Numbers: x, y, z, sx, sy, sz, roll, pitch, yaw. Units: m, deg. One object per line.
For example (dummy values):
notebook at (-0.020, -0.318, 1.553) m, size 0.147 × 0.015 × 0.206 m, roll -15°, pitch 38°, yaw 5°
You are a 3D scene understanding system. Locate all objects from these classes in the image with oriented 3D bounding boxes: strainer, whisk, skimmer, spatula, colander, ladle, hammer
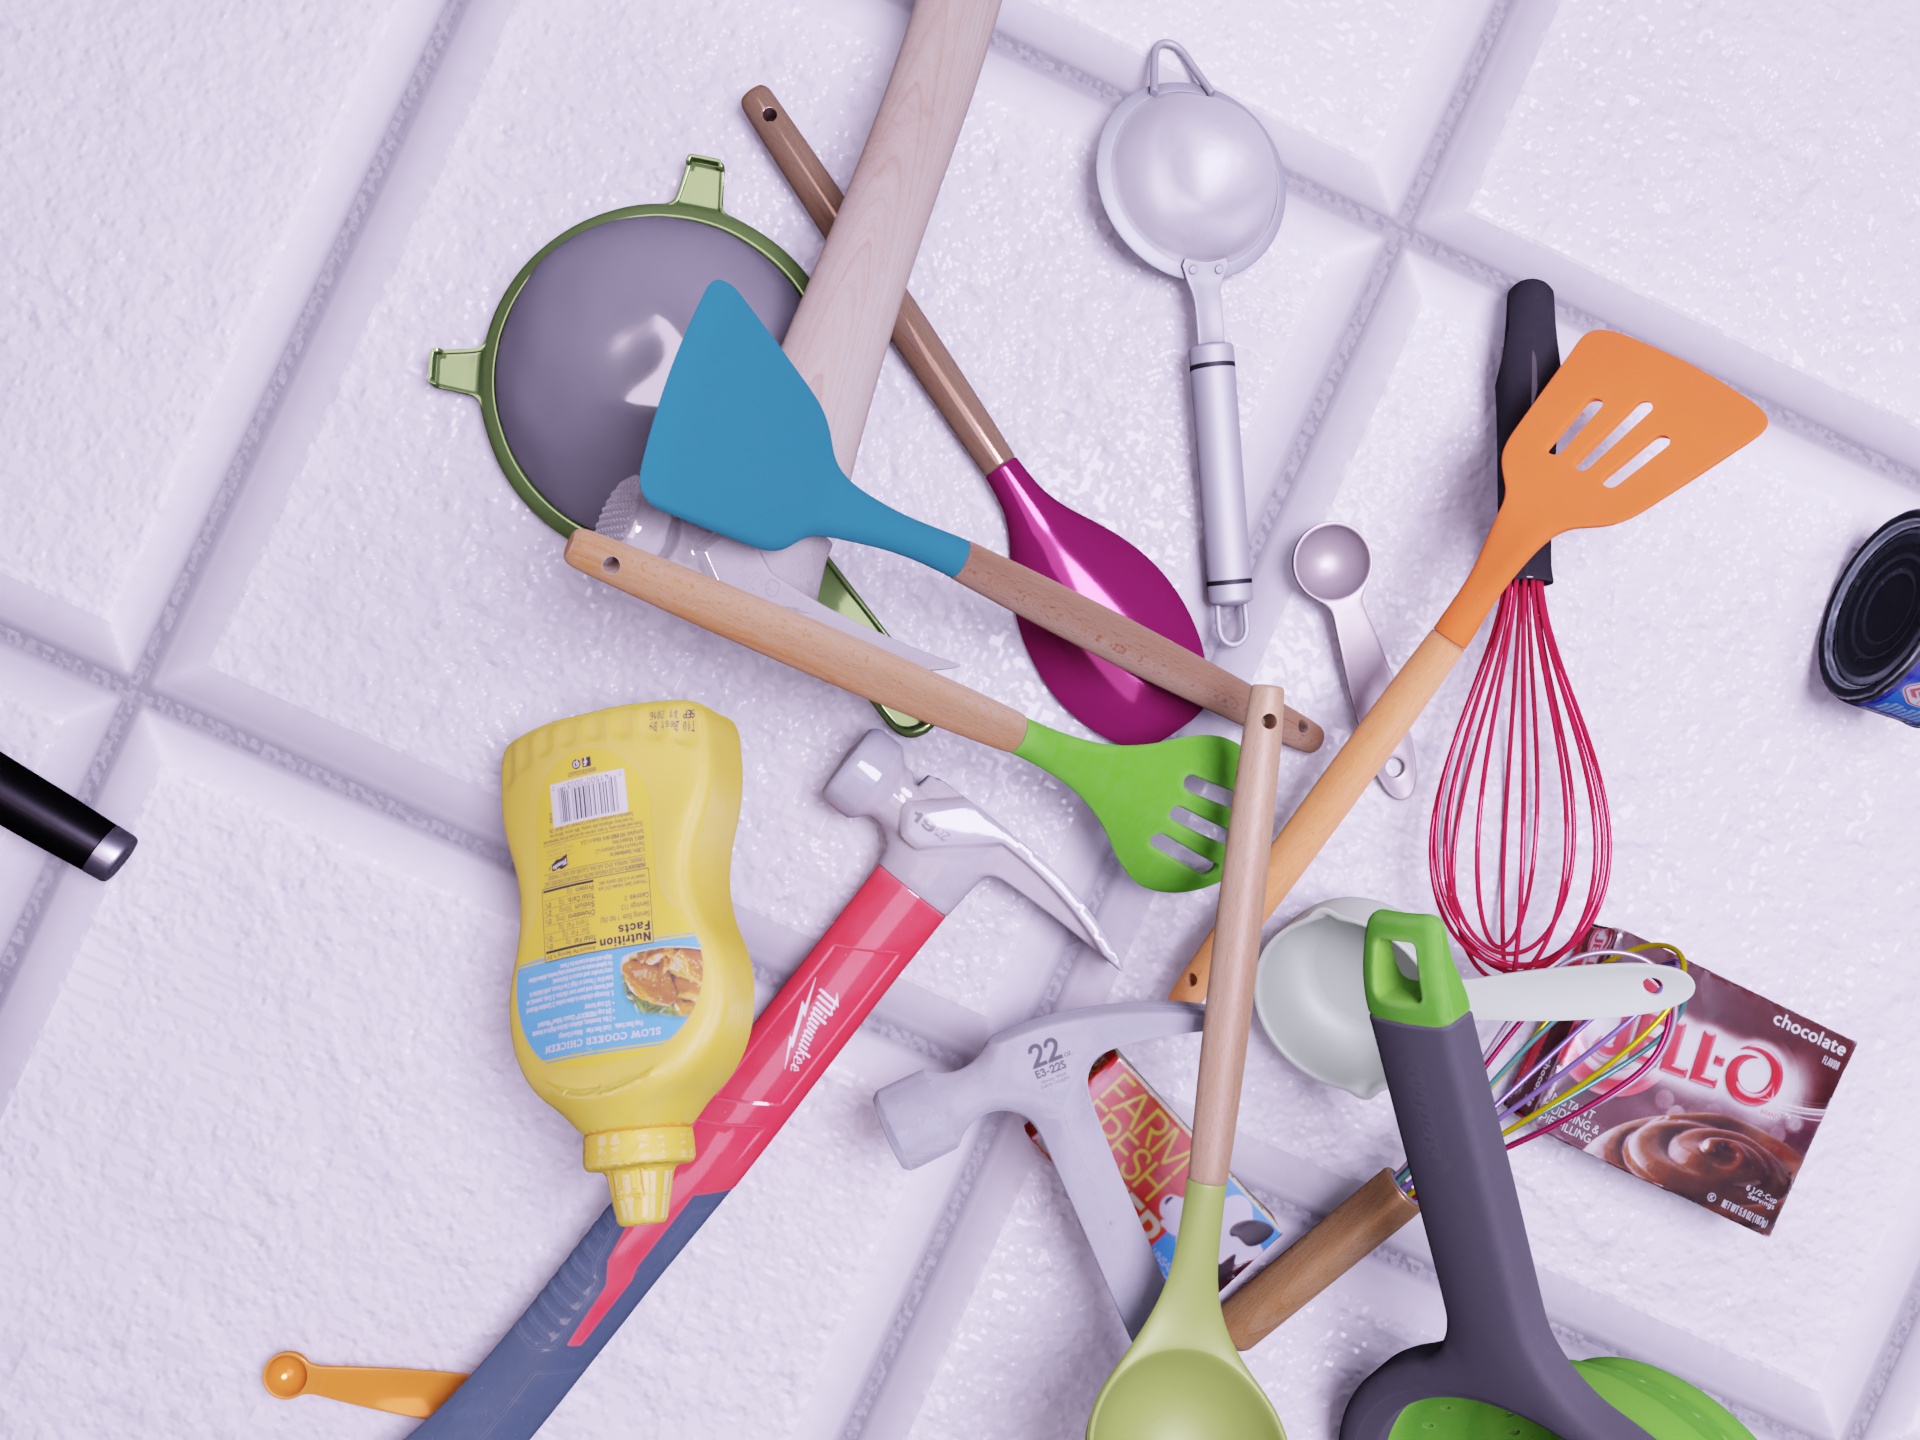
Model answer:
strainer at (-0.091, -0.097, 0.634) m, size 0.151 × 0.069 × 0.256 m, roll -37°, pitch 90°, yaw -2°
whisk at (0.196, 0.175, 0.645) m, size 0.245 × 0.047 × 0.051 m, roll -45°, pitch 131°, yaw 13°
skimmer at (-0.492, -0.047, 0.638) m, size 0.363 × 0.090 × 0.127 m, roll 35°, pitch 86°, yaw -12°
spatula at (0.026, -0.050, 0.598) m, size 0.317 × 0.044 × 0.082 m, roll 24°, pitch 72°, yaw -26°
colander at (0.233, 0.243, 0.603) m, size 0.094 × 0.204 × 0.397 m, roll -23°, pitch 102°, yaw -33°
ladle at (0.098, 0.145, 0.582) m, size 0.078 × 0.062 × 0.320 m, roll 8°, pitch 87°, yaw -10°
hammer at (0.110, 0.302, 0.628) m, size 0.144 × 0.035 × 0.405 m, roll -24°, pitch 92°, yaw -4°
hammer at (-0.013, -0.222, 0.627) m, size 0.146 × 0.038 × 0.411 m, roll 23°, pitch 78°, yaw -31°
hammer at (-0.100, 0.196, 0.647) m, size 0.143 × 0.038 × 0.386 m, roll 39°, pitch 87°, yaw -4°
spatula at (0.183, -0.010, 0.634) m, size 0.081 × 0.041 × 0.322 m, roll 42°, pitch 105°, yaw 33°
whisk at (0.232, -0.038, 0.656) m, size 0.073 × 0.073 × 0.296 m, roll 3°, pitch 85°, yaw -3°
strainer at (0.106, -0.159, 0.659) m, size 0.087 × 0.050 × 0.258 m, roll -6°, pitch 94°, yaw -17°

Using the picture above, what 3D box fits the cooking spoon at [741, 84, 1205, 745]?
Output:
cooking spoon at (0.002, -0.127, 0.664) m, size 0.069 × 0.017 × 0.319 m, roll -34°, pitch 92°, yaw -3°

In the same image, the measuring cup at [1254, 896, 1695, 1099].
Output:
measuring cup at (0.200, 0.102, 0.625) m, size 0.167 × 0.038 × 0.083 m, roll -10°, pitch 100°, yaw 32°

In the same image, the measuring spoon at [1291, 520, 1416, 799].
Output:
measuring spoon at (0.169, -0.025, 0.676) m, size 0.034 × 0.018 × 0.124 m, roll -19°, pitch 98°, yaw -4°

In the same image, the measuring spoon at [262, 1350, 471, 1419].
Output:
measuring spoon at (-0.229, 0.277, 0.662) m, size 0.117 × 0.011 × 0.021 m, roll 10°, pitch 90°, yaw -6°

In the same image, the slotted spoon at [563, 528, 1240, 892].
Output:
slotted spoon at (-0.001, -0.002, 0.597) m, size 0.313 × 0.031 × 0.070 m, roll 23°, pitch 98°, yaw -26°
